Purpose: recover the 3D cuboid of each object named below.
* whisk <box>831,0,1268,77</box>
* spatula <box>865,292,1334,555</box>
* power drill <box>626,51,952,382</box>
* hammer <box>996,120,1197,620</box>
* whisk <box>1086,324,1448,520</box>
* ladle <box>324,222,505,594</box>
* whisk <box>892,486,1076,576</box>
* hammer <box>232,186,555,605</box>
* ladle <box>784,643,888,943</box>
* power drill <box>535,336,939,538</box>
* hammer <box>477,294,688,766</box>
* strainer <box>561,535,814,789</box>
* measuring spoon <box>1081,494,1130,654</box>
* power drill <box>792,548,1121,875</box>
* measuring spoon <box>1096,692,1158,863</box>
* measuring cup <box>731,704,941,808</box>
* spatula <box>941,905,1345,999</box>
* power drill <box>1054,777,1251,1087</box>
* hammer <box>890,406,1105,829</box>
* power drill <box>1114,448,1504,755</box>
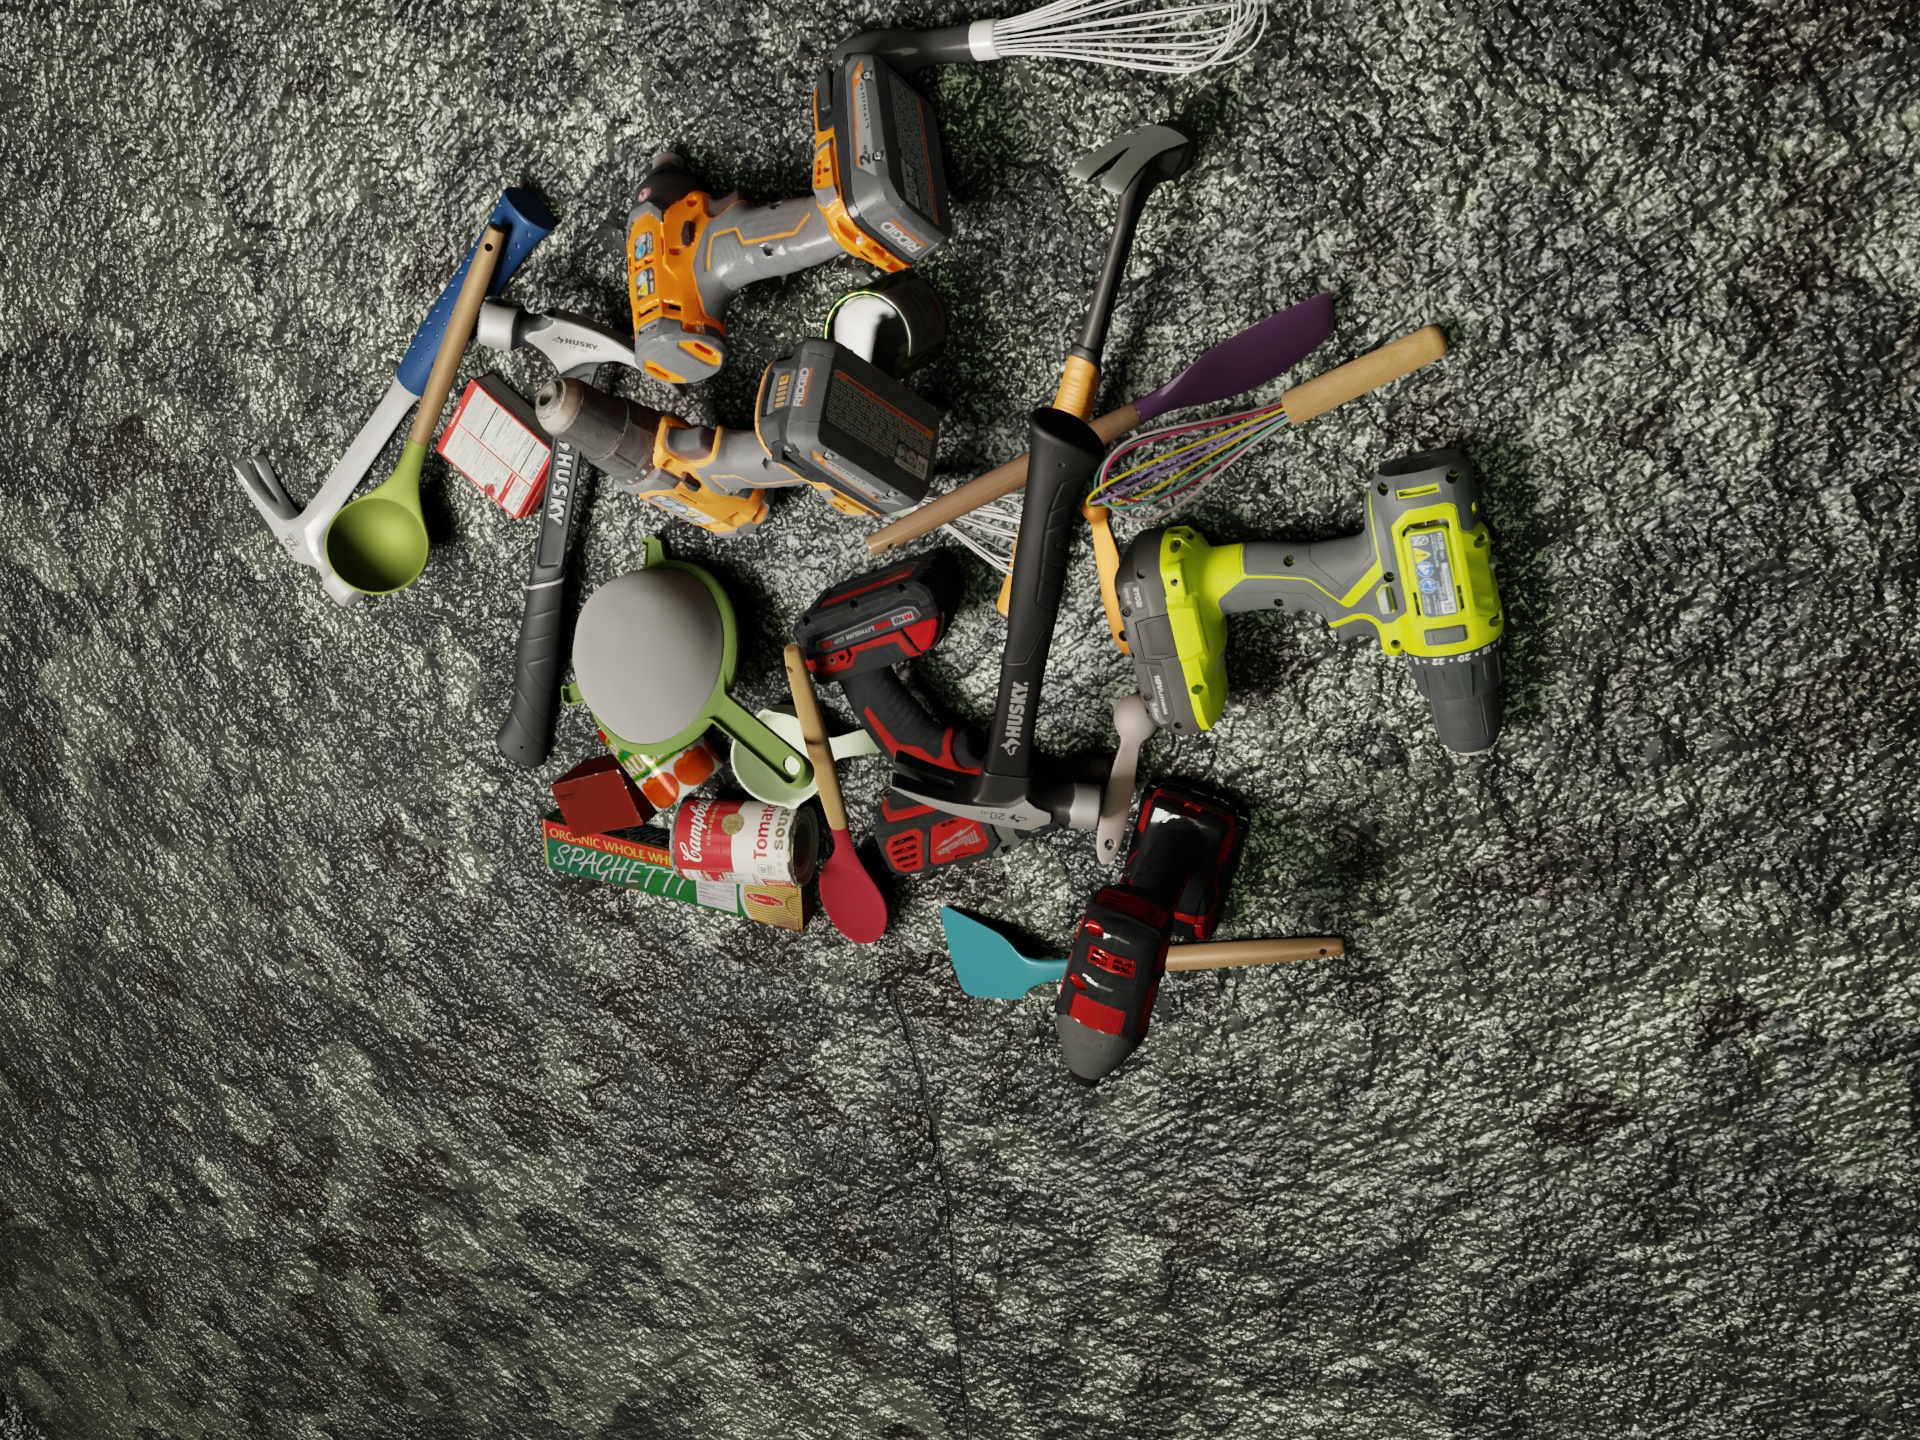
[{"bbox_3d":[0.045,-0.409,0.947,0.285,0.070,0.070,4,115,27],"label":"whisk"},{"bbox_3d":[0.085,-0.175,0.973,0.316,0.059,0.018,-26,62,3],"label":"spatula"},{"bbox_3d":[-0.124,-0.332,1.024,0.226,0.084,0.164,-19,68,29],"label":"power drill"},{"bbox_3d":[0.071,-0.201,1.007,0.034,0.127,0.336,26,127,16],"label":"hammer"},{"bbox_3d":[0.187,-0.187,1.001,0.245,0.051,0.047,-22,138,26],"label":"whisk"},{"bbox_3d":[-0.401,-0.227,1.193,0.078,0.062,0.320,24,123,-16],"label":"ladle"},{"bbox_3d":[-0.017,-0.143,1.060,0.246,0.057,0.059,23,99,43],"label":"whisk"},{"bbox_3d":[-0.440,-0.260,1.244,0.144,0.035,0.405,47,123,-3],"label":"hammer"},{"bbox_3d":[-0.097,0.060,1.191,0.069,0.031,0.315,22,143,27],"label":"ladle"},{"bbox_3d":[-0.151,-0.187,1.048,0.226,0.185,0.084,-3,71,40],"label":"power drill"},{"bbox_3d":[-0.313,-0.124,1.235,0.149,0.036,0.408,11,127,-11],"label":"hammer"},{"bbox_3d":[-0.206,-0.026,1.156,0.257,0.069,0.151,36,100,33],"label":"strainer"},{"bbox_3d":[0.103,-0.098,1.092,0.021,0.011,0.116,-6,111,26],"label":"measuring spoon"},{"bbox_3d":[-0.002,-0.004,1.144,0.188,0.080,0.226,-17,109,19],"label":"power drill"},{"bbox_3d":[0.117,0.042,1.117,0.034,0.018,0.124,11,95,-17],"label":"measuring spoon"},{"bbox_3d":[-0.093,0.015,1.226,0.167,0.038,0.083,-12,107,10],"label":"measuring cup"},{"bbox_3d":[0.131,0.175,1.205,0.317,0.044,0.082,-7,110,22],"label":"spatula"},{"bbox_3d":[0.123,0.142,1.072,0.078,0.220,0.143,19,120,15],"label":"power drill"},{"bbox_3d":[0.037,-0.052,1.000,0.146,0.035,0.334,7,136,0],"label":"hammer"},{"bbox_3d":[0.229,-0.059,1.018,0.228,0.080,0.190,-8,110,24],"label":"power drill"}]
